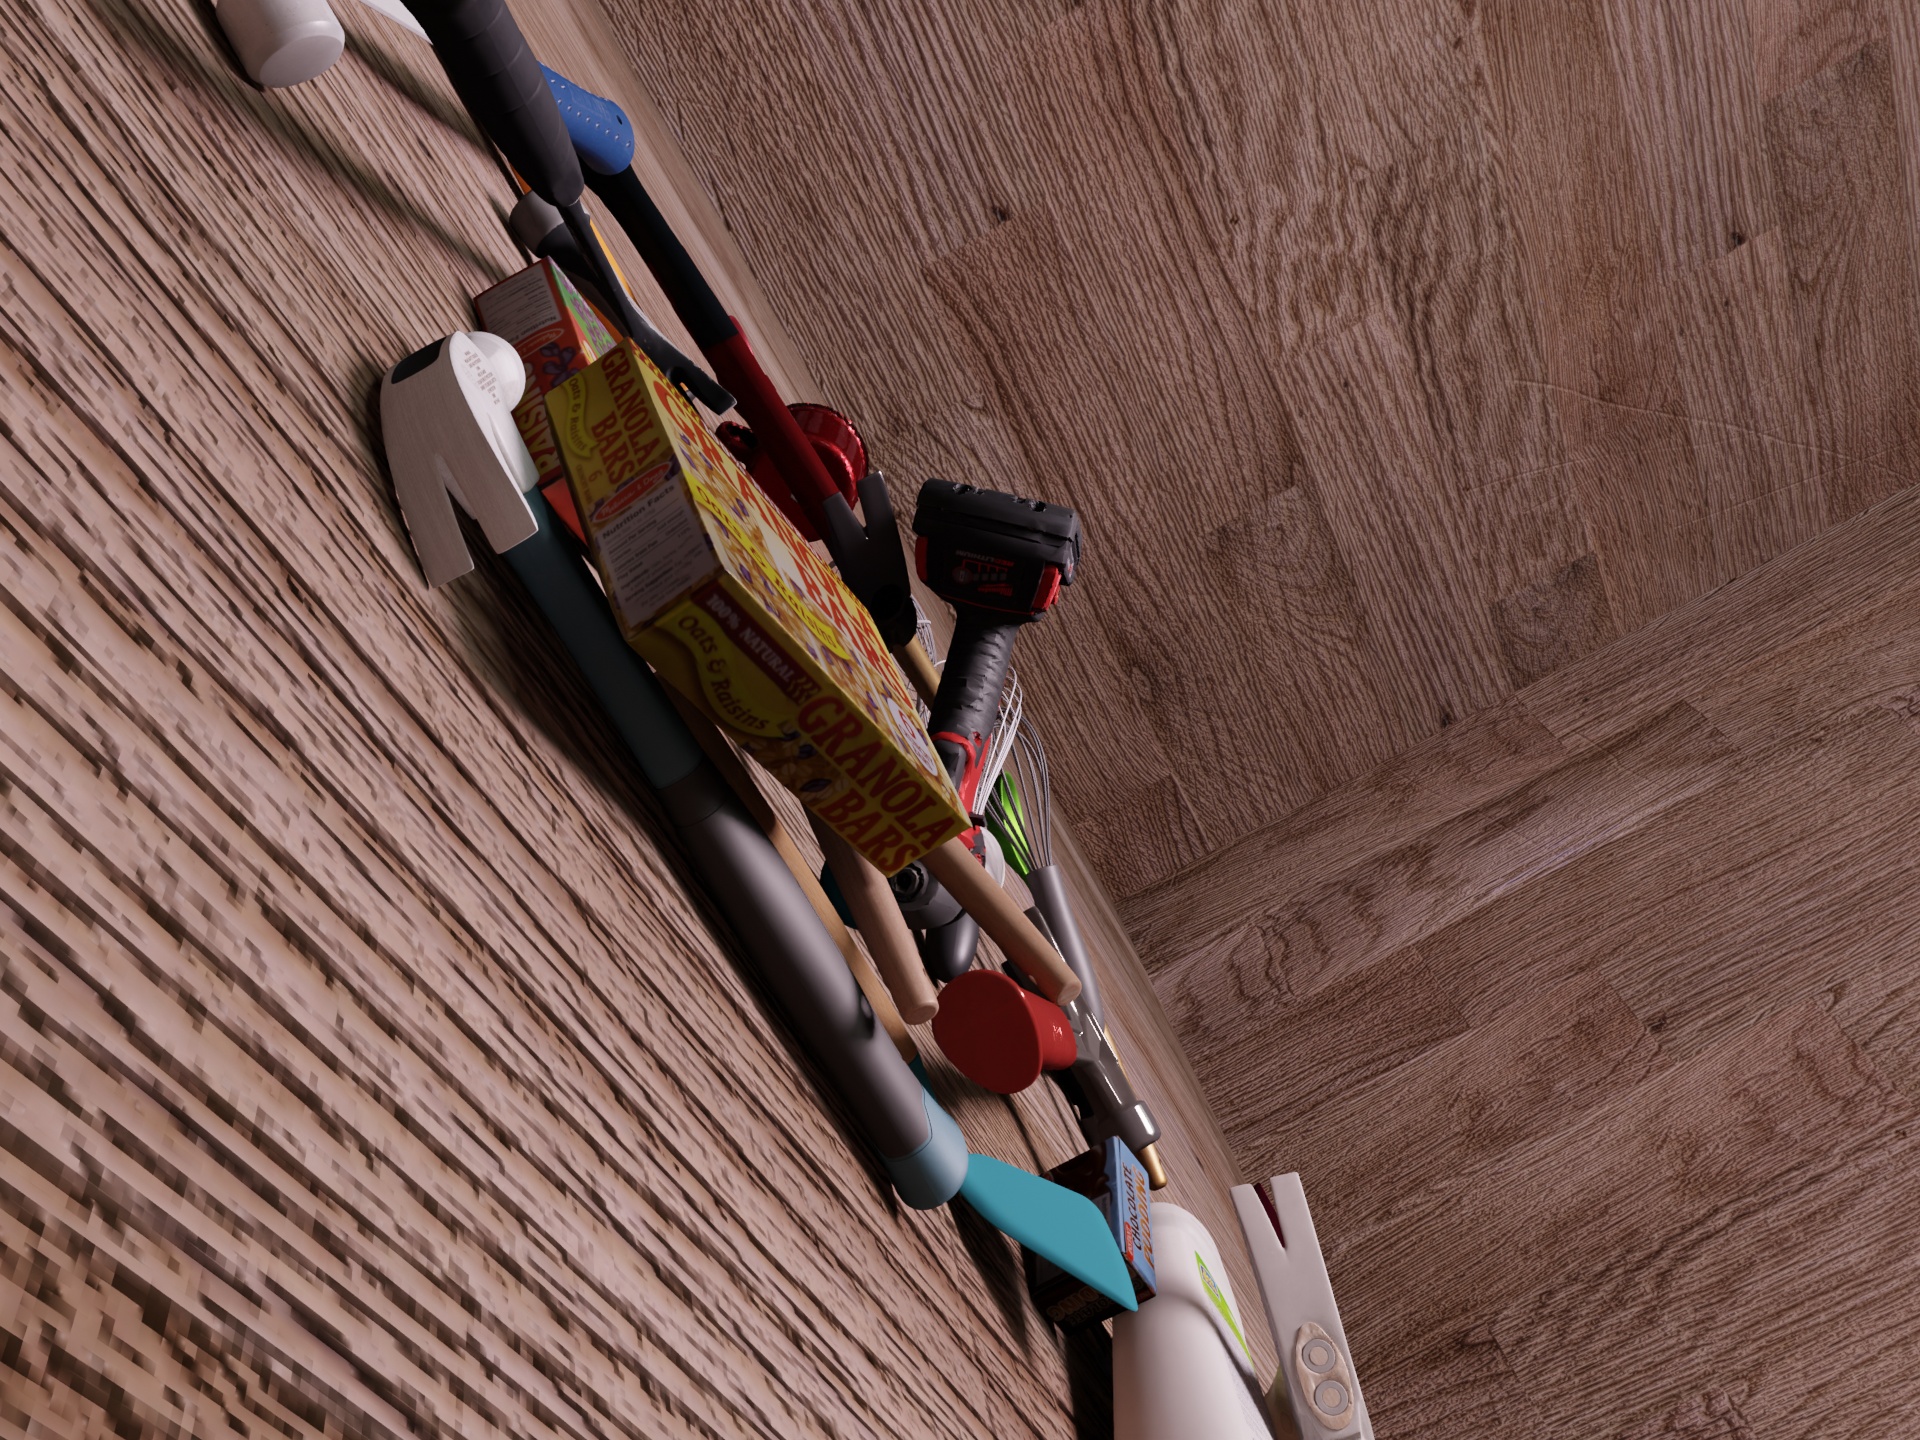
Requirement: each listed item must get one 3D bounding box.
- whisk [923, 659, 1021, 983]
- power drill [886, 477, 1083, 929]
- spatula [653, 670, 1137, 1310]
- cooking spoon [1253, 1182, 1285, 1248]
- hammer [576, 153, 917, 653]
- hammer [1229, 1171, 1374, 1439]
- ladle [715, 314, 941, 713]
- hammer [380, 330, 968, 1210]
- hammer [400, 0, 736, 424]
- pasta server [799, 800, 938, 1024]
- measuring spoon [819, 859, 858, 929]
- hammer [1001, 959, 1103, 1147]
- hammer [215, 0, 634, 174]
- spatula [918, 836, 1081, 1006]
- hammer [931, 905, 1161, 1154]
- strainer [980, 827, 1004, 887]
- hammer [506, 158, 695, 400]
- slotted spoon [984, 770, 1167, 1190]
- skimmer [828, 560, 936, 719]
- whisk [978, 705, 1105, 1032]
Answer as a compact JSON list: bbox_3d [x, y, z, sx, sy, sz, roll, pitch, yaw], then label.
[{"bbox_3d":[0.001,0.053,0.975,0.285,0.070,0.070,-84,150,-51],"label":"whisk"},{"bbox_3d":[-0.001,-0.003,0.803,0.143,0.078,0.219,6,98,-84],"label":"power drill"},{"bbox_3d":[-0.027,0.109,0.634,0.317,0.044,0.082,60,1,-15],"label":"spatula"},{"bbox_3d":[0.208,0.410,0.862,0.068,0.017,0.319,92,-15,-59],"label":"cooking spoon"},{"bbox_3d":[-0.134,-0.215,0.875,0.387,0.038,0.143,57,-10,24],"label":"hammer"},{"bbox_3d":[0.168,0.360,0.837,0.410,0.038,0.146,79,-1,-59],"label":"hammer"},{"bbox_3d":[-0.074,-0.113,0.933,0.316,0.031,0.069,59,3,20],"label":"ladle"},{"bbox_3d":[-0.086,0.026,0.525,0.330,0.033,0.128,61,3,-18],"label":"hammer"},{"bbox_3d":[-0.158,-0.207,0.631,0.149,0.036,0.409,51,-3,-3],"label":"hammer"},{"bbox_3d":[-0.079,-0.005,0.638,0.317,0.040,0.060,61,3,38],"label":"pasta server"},{"bbox_3d":[-0.060,0.036,0.683,0.042,0.021,0.128,25,-46,59],"label":"measuring spoon"},{"bbox_3d":[0.045,0.196,1.016,0.146,0.035,0.334,64,5,20],"label":"hammer"},{"bbox_3d":[-0.226,-0.303,0.692,0.144,0.035,0.405,61,10,-4],"label":"hammer"},{"bbox_3d":[-0.047,0.013,0.683,0.316,0.018,0.059,46,-19,39],"label":"spatula"},{"bbox_3d":[0.034,0.138,0.746,0.149,0.036,0.358,61,3,17],"label":"hammer"},{"bbox_3d":[0.003,0.112,1.034,0.087,0.050,0.258,45,10,-9],"label":"strainer"},{"bbox_3d":[-0.243,-0.321,0.875,0.336,0.034,0.127,61,3,-13],"label":"hammer"},{"bbox_3d":[0.075,0.174,1.100,0.314,0.031,0.070,68,7,28],"label":"slotted spoon"},{"bbox_3d":[-0.101,-0.063,0.971,0.127,0.090,0.363,59,13,14],"label":"skimmer"},{"bbox_3d":[0.052,0.103,1.073,0.055,0.055,0.239,47,25,-75],"label":"whisk"}]
